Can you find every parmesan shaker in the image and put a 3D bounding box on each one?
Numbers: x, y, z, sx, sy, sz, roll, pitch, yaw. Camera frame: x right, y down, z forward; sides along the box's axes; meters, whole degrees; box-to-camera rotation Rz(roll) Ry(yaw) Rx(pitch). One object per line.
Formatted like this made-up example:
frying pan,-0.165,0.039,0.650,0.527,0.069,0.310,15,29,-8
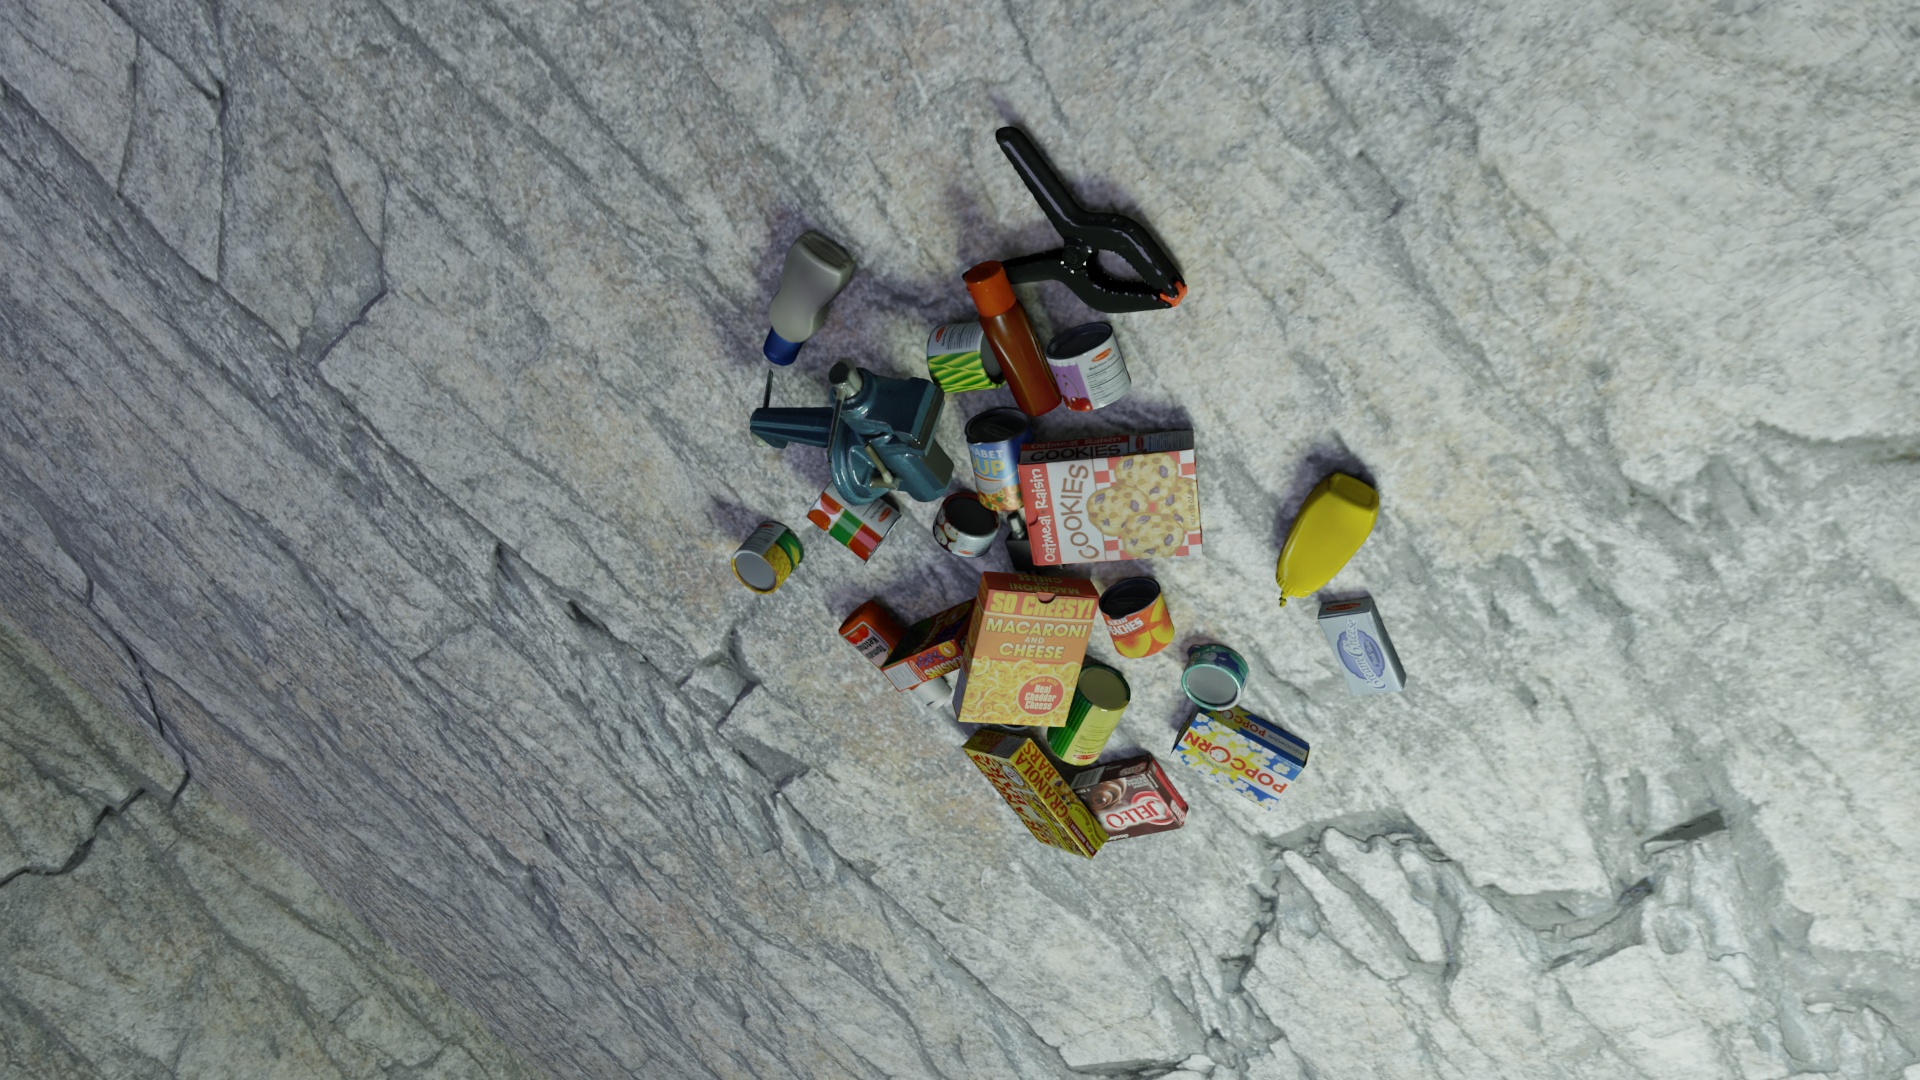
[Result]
parmesan shaker,0.145,0.193,1.548,0.071,0.072,0.102,28,133,7

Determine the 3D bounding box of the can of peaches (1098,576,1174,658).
can of peaches,0.181,0.081,1.432,0.071,0.071,0.057,-4,124,32

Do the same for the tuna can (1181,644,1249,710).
tuna can,0.265,0.143,1.460,0.071,0.033,0.070,15,131,18

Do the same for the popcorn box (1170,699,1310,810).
popcorn box,0.302,0.228,1.504,0.127,0.038,0.084,28,134,7

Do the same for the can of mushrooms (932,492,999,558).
can of mushrooms,0.005,-0.018,1.457,0.071,0.071,0.033,29,134,5

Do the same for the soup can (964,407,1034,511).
soup can,0.041,-0.079,1.383,0.071,0.072,0.083,7,128,25

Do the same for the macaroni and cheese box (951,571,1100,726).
macaroni and cheese box,0.069,0.118,1.477,0.124,0.040,0.165,5,117,-15

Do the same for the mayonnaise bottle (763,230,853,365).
mayonnaise bottle,-0.160,-0.237,1.392,0.065,0.041,0.147,36,135,2

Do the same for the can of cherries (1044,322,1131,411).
can of cherries,0.117,-0.160,1.282,0.071,0.072,0.058,-6,123,32

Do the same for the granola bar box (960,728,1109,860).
granola bar box,0.088,0.298,1.646,0.165,0.039,0.124,52,158,-16

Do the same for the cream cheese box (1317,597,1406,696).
cream cheese box,0.395,0.106,1.364,0.053,0.024,0.103,-12,118,36

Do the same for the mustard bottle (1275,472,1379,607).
mustard bottle,0.333,0.008,1.304,0.065,0.049,0.159,29,135,6

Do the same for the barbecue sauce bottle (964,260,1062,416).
barbecue sauce bottle,0.047,-0.187,1.279,0.044,0.065,0.148,-28,126,1

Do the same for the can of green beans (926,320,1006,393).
can of green beans,0.009,-0.176,1.328,0.058,0.071,0.071,-2,124,30

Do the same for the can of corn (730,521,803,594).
can of corn,-0.225,0.023,1.622,0.071,0.058,0.070,15,131,19

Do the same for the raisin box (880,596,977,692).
raisin box,-0.021,0.117,1.563,0.123,0.086,0.040,-26,108,40

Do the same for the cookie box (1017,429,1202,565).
cookie box,0.146,-0.039,1.345,0.167,0.040,0.122,-4,125,11

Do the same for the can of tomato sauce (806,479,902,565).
can of tomato sauce,-0.117,-0.025,1.517,0.083,0.071,0.070,37,134,-1

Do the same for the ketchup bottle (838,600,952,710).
ketchup bottle,-0.073,0.138,1.639,0.148,0.044,0.064,45,137,-10

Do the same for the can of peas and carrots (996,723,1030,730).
can of peas and carrots,0.062,0.171,1.579,0.071,0.059,0.070,15,131,19
